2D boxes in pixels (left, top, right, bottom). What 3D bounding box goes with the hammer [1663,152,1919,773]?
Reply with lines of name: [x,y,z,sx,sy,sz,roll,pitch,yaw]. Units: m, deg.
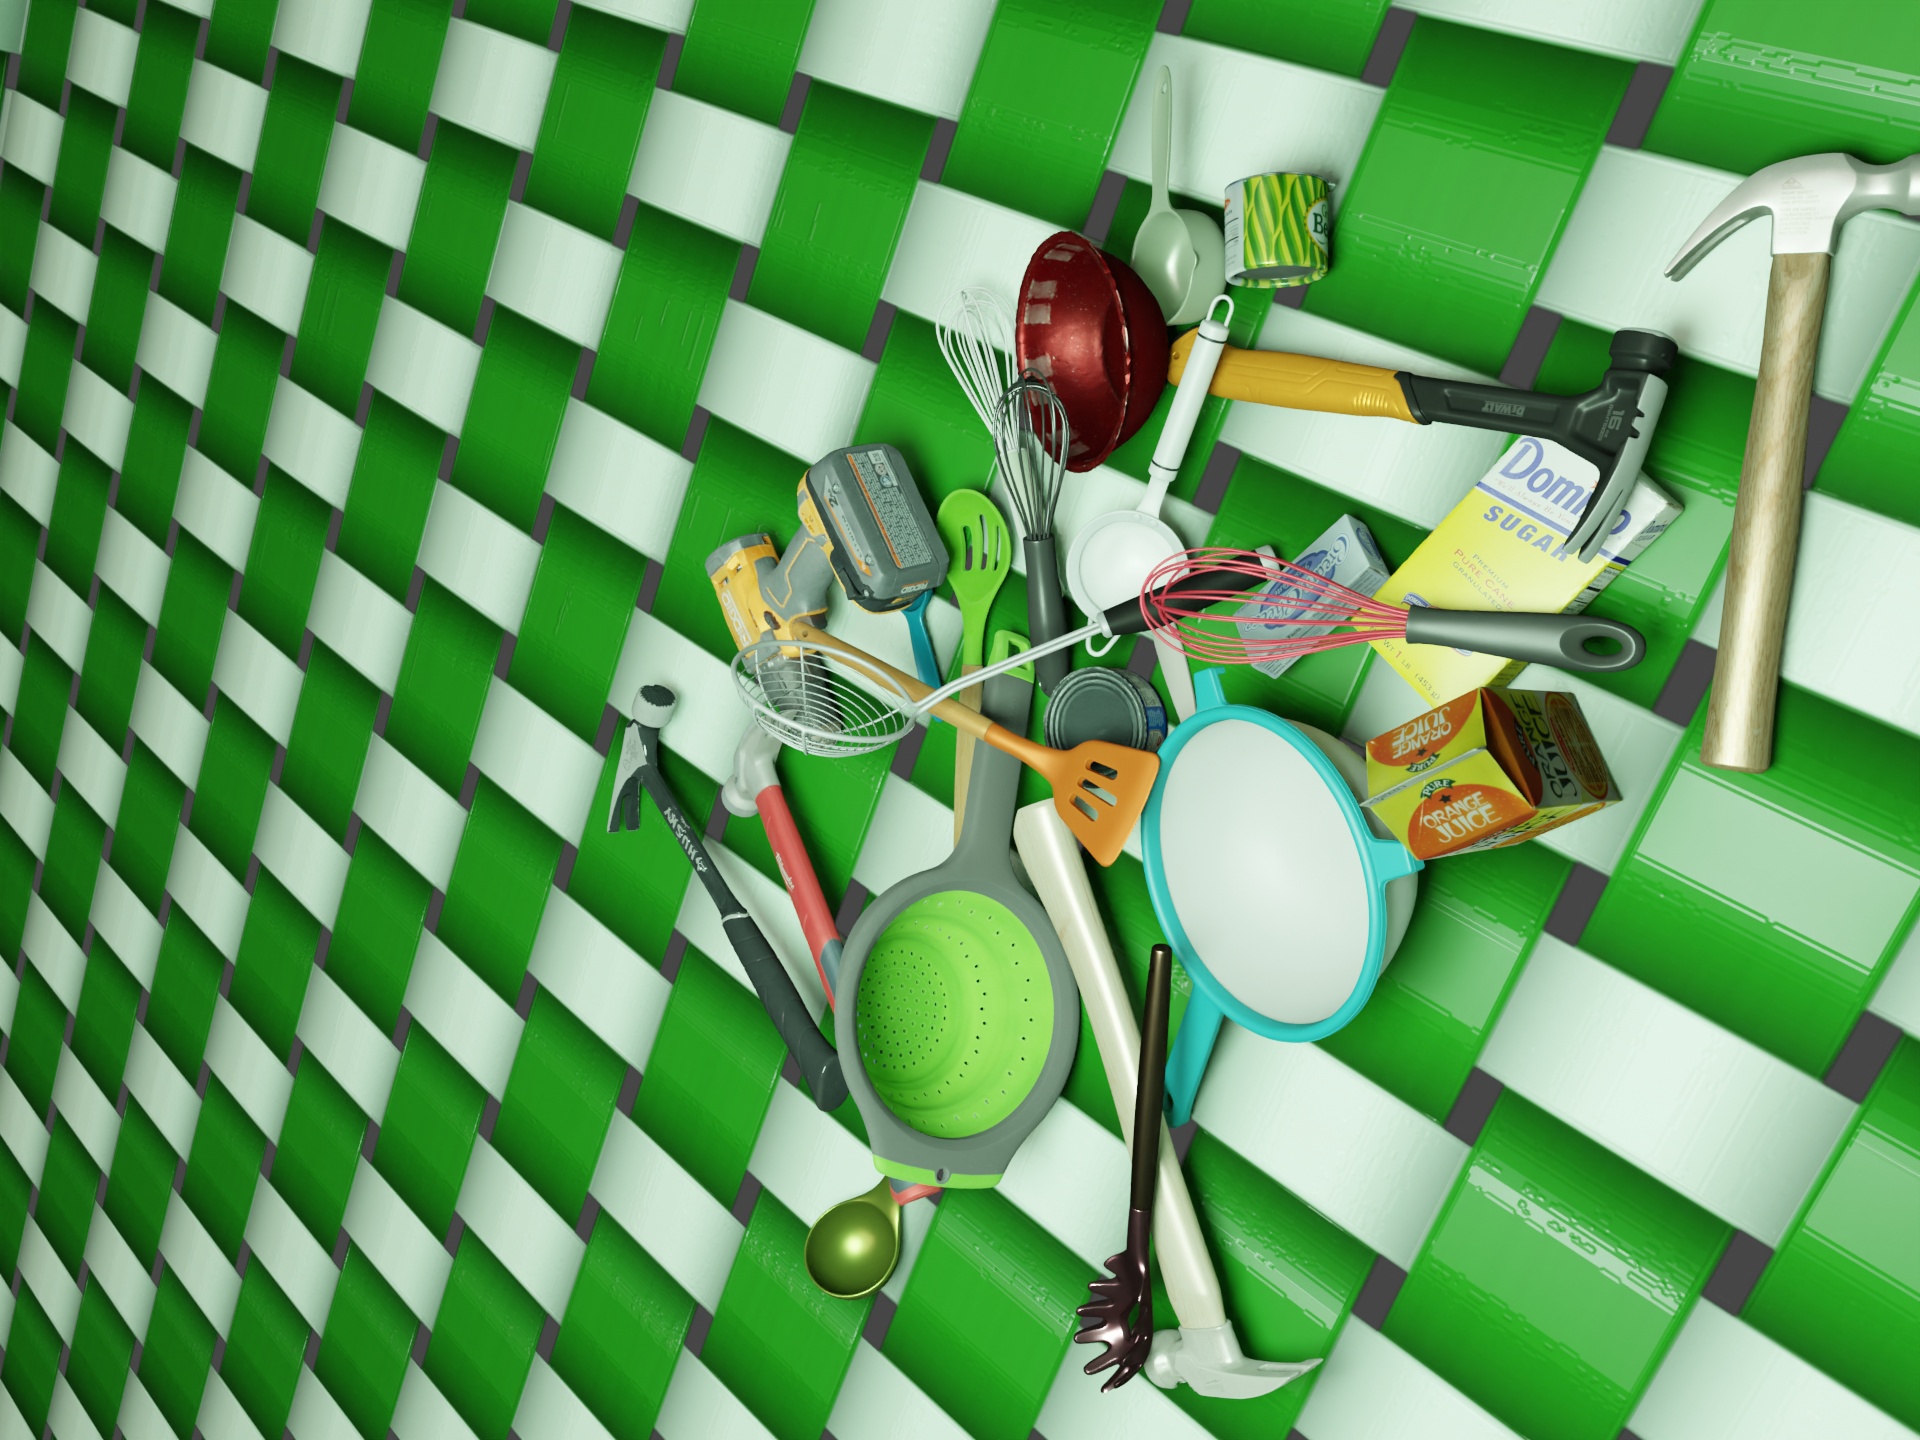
hammer: [0.441,-0.137,0.868,0.130,0.031,0.331,10,97,37]

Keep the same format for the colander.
colander: [-0.009,0.130,1.159,0.094,0.204,0.397,-12,65,55]

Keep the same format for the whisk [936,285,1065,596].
whisk: [0.035,-0.203,1.169,0.059,0.058,0.246,-15,85,2]

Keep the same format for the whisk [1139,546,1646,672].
whisk: [0.246,-0.058,0.941,0.296,0.073,0.073,8,96,25]

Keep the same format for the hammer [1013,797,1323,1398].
hammer: [0.123,0.248,1.079,0.146,0.038,0.411,-29,75,54]

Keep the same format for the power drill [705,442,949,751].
power drill: [-0.104,-0.090,1.241,0.226,0.084,0.185,-33,78,48]

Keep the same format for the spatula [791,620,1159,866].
spatula: [-0.002,-0.004,1.111,0.323,0.041,0.081,28,97,28]

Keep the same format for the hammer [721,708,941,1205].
hammer: [-0.096,0.180,1.229,0.387,0.038,0.143,66,150,22]

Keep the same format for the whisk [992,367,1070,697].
whisk: [0.057,-0.126,1.114,0.055,0.055,0.238,10,117,37]

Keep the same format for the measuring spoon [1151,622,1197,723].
measuring spoon: [0.149,-0.024,1.102,0.034,0.018,0.124,-22,77,36]

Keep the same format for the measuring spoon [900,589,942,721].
measuring spoon: [-0.025,-0.063,1.240,0.042,0.021,0.128,-10,94,46]

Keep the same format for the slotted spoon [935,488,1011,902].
slotted spoon: [0.007,-0.017,1.207,0.070,0.031,0.314,6,97,37]

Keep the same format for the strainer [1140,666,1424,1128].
strainer: [0.203,0.138,1.033,0.211,0.095,0.340,48,139,40]

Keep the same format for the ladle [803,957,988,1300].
ladle: [-0.039,0.309,1.233,0.078,0.062,0.320,31,107,32]

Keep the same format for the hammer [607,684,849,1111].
hammer: [-0.196,0.153,1.307,0.409,0.036,0.149,52,131,36]

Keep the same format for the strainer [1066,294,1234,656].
strainer: [0.136,-0.162,1.071,0.087,0.050,0.258,24,120,11]

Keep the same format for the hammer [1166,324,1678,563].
hammer: [0.255,-0.193,0.974,0.337,0.034,0.127,23,97,44]

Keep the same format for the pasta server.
pasta server: [0.114,0.295,1.042,0.060,0.040,0.316,30,121,59]

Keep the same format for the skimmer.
skimmer: [0.030,-0.065,1.059,0.363,0.127,0.090,-21,119,6]

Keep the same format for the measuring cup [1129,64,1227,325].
measuring cup: [0.148,-0.349,1.063,0.083,0.038,0.167,-165,72,-63]
